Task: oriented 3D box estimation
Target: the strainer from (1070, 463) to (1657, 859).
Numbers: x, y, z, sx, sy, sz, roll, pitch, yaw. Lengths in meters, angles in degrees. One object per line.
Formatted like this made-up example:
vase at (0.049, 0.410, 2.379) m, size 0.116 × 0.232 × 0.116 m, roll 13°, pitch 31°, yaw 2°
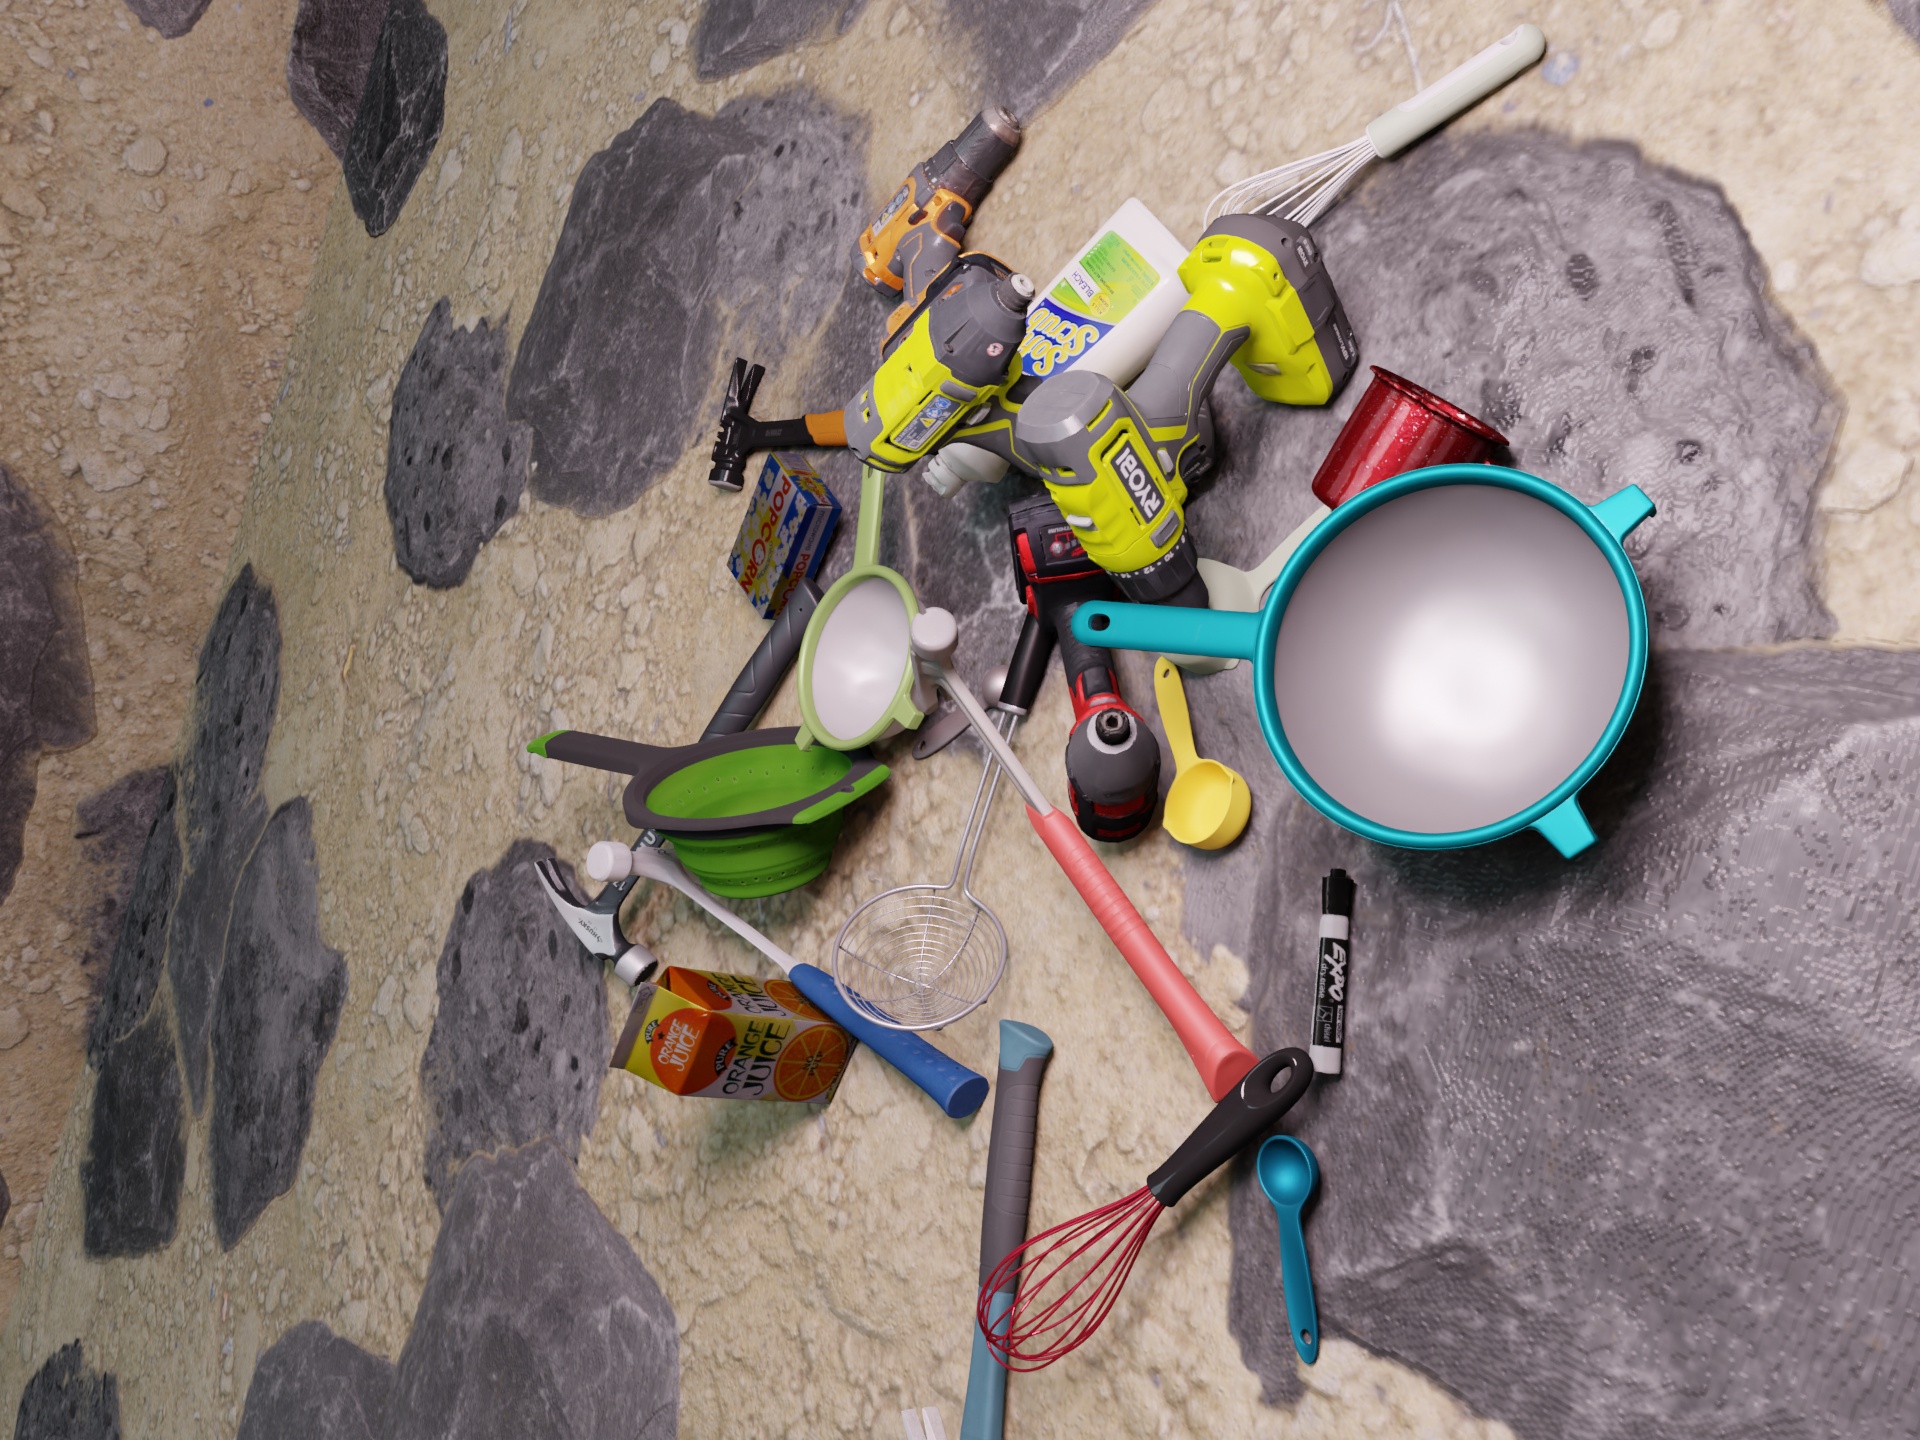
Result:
strainer at (0.226, -0.035, 0.918) m, size 0.340 × 0.095 × 0.211 m, roll 8°, pitch 83°, yaw 37°

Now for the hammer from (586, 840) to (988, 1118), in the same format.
hammer at (-0.129, 0.194, 1.260) m, size 0.406 × 0.144 × 0.035 m, roll 28°, pitch 102°, yaw 39°

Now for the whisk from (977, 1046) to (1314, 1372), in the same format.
whisk at (0.109, 0.299, 0.974) m, size 0.295 × 0.073 × 0.073 m, roll -49°, pitch 48°, yaw 19°

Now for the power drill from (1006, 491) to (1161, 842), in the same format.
power drill at (0.087, -0.041, 1.064) m, size 0.078 × 0.143 × 0.220 m, roll -10°, pitch 65°, yaw 1°

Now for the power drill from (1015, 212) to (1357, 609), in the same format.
power drill at (0.150, -0.185, 1.001) m, size 0.080 × 0.190 × 0.228 m, roll 19°, pitch 64°, yaw 48°

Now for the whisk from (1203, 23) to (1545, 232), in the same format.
whisk at (0.265, -0.375, 1.042) m, size 0.246 × 0.059 × 0.058 m, roll -27°, pitch 32°, yaw 35°

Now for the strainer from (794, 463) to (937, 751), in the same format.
strainer at (-0.059, -0.095, 1.289) m, size 0.151 × 0.069 × 0.256 m, roll -13°, pitch 68°, yaw 47°

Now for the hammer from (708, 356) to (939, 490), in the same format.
hammer at (-0.115, -0.269, 1.429) m, size 0.337 × 0.034 × 0.127 m, roll 10°, pitch 87°, yaw 48°

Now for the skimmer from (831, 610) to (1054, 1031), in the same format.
skimmer at (0.011, 0.046, 1.155) m, size 0.127 × 0.090 × 0.363 m, roll 18°, pitch 90°, yaw 22°

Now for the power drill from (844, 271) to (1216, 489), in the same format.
power drill at (0.057, -0.209, 1.068) m, size 0.171 × 0.223 × 0.080 m, roll -38°, pitch 49°, yaw 43°

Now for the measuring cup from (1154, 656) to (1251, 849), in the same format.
measuring cup at (0.157, 0.019, 1.062) m, size 0.062 × 0.029 × 0.157 m, roll -41°, pitch 40°, yaw 32°

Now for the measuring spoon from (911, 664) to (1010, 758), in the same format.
measuring spoon at (-0.002, -0.004, 1.237) m, size 0.124 × 0.018 × 0.034 m, roll -38°, pitch 53°, yaw 35°

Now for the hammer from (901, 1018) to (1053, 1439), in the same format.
hammer at (0.027, 0.372, 1.081) m, size 0.128 × 0.033 × 0.331 m, roll -4°, pitch 75°, yaw 46°

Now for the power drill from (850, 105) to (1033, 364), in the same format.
power drill at (-0.003, -0.386, 1.305) m, size 0.185 × 0.084 × 0.226 m, roll -42°, pitch 42°, yaw 29°

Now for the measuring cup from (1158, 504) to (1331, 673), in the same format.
measuring cup at (0.187, -0.097, 1.045) m, size 0.167 × 0.038 × 0.083 m, roll -43°, pitch 51°, yaw 33°

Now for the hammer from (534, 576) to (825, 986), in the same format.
hammer at (-0.241, 0.043, 1.439) m, size 0.149 × 0.036 × 0.409 m, roll 39°, pitch 105°, yaw 13°

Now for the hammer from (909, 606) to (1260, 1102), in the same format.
hammer at (0.074, 0.090, 1.041) m, size 0.036 × 0.149 × 0.359 m, roll -32°, pitch 70°, yaw -9°

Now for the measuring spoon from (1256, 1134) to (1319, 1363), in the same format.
measuring spoon at (0.201, 0.307, 0.930) m, size 0.042 × 0.021 × 0.129 m, roll -17°, pitch 75°, yaw 51°

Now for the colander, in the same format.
colander at (-0.230, 0.074, 1.350) m, size 0.397 × 0.204 × 0.094 m, roll 8°, pitch 116°, yaw 38°
